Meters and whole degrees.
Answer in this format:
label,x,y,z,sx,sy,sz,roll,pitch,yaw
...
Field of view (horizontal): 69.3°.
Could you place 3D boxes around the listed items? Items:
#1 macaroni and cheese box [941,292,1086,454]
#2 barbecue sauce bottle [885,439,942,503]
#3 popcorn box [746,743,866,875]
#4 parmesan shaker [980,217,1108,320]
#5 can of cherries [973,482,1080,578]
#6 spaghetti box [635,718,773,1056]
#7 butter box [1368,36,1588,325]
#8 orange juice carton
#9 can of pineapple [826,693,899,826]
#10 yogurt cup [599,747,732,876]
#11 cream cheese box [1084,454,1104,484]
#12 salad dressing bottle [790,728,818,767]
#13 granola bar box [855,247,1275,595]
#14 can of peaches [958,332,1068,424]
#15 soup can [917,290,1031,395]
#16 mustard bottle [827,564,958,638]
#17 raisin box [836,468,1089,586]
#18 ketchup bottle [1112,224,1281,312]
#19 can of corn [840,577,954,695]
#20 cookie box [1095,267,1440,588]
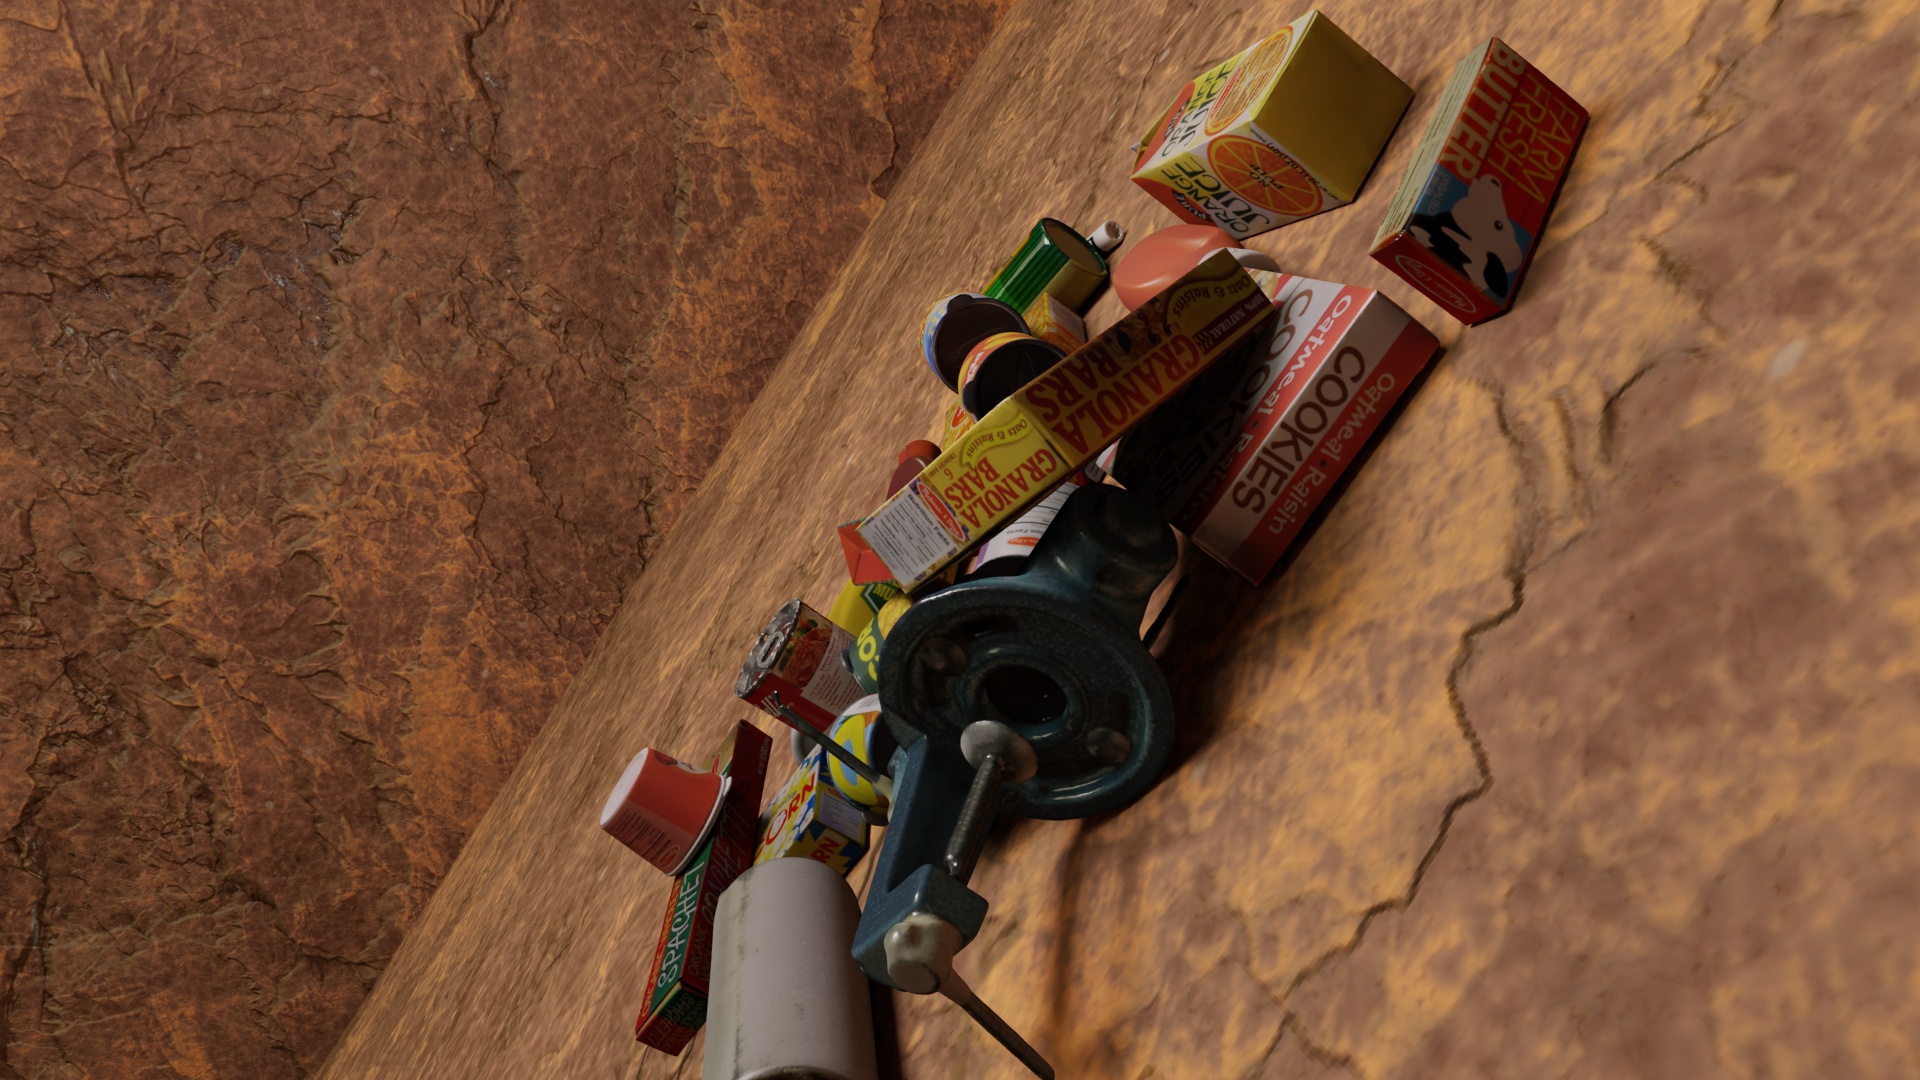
label,x,y,z,sx,sy,sz,roll,pitch,yaw
macaroni and cheese box,0.037,-0.089,0.961,0.123,0.040,0.167,-49,17,24
barbecue sauce bottle,-0.031,-0.033,1.053,0.064,0.043,0.149,-51,16,20
popcorn box,-0.106,0.194,0.840,0.126,0.038,0.085,-52,15,18
parmesan shaker,0.056,-0.184,1.048,0.102,0.071,0.072,-48,18,28
can of cherries,0.042,0.013,0.706,0.071,0.071,0.059,-42,22,44
spaghetti box,-0.150,0.198,0.835,0.050,0.028,0.251,-51,17,20
butter box,0.203,-0.141,0.542,0.104,0.053,0.024,-61,13,-18
orange juice carton,0.162,-0.225,0.794,0.073,0.072,0.192,-59,16,-7
can of pineapple,-0.029,0.112,0.723,0.071,0.071,0.057,-63,17,-21
yogurt cup,-0.182,0.162,0.844,0.072,0.054,0.073,-51,17,22
cream cheese box,0.085,-0.079,0.829,0.104,0.024,0.053,-61,17,-14
salad dressing bottle,-0.092,0.112,0.939,0.148,0.044,0.064,-119,28,-77
granola bar box,0.047,-0.052,0.594,0.166,0.039,0.123,-38,0,-41
can of peaches,0.032,-0.090,0.828,0.071,0.071,0.058,-55,13,6
soup can,0.007,-0.135,0.932,0.071,0.071,0.084,-55,15,6
mustard bottle,-0.034,0.020,0.924,0.048,0.065,0.161,-43,17,54
raisin box,0.003,-0.010,0.784,0.124,0.040,0.086,-18,2,-22
ketchup bottle,0.133,-0.147,0.773,0.065,0.043,0.149,-36,17,0
can of corn,-0.023,0.060,0.795,0.058,0.071,0.071,-49,17,24
cookie box,0.130,-0.058,0.626,0.123,0.040,0.168,-55,15,7
